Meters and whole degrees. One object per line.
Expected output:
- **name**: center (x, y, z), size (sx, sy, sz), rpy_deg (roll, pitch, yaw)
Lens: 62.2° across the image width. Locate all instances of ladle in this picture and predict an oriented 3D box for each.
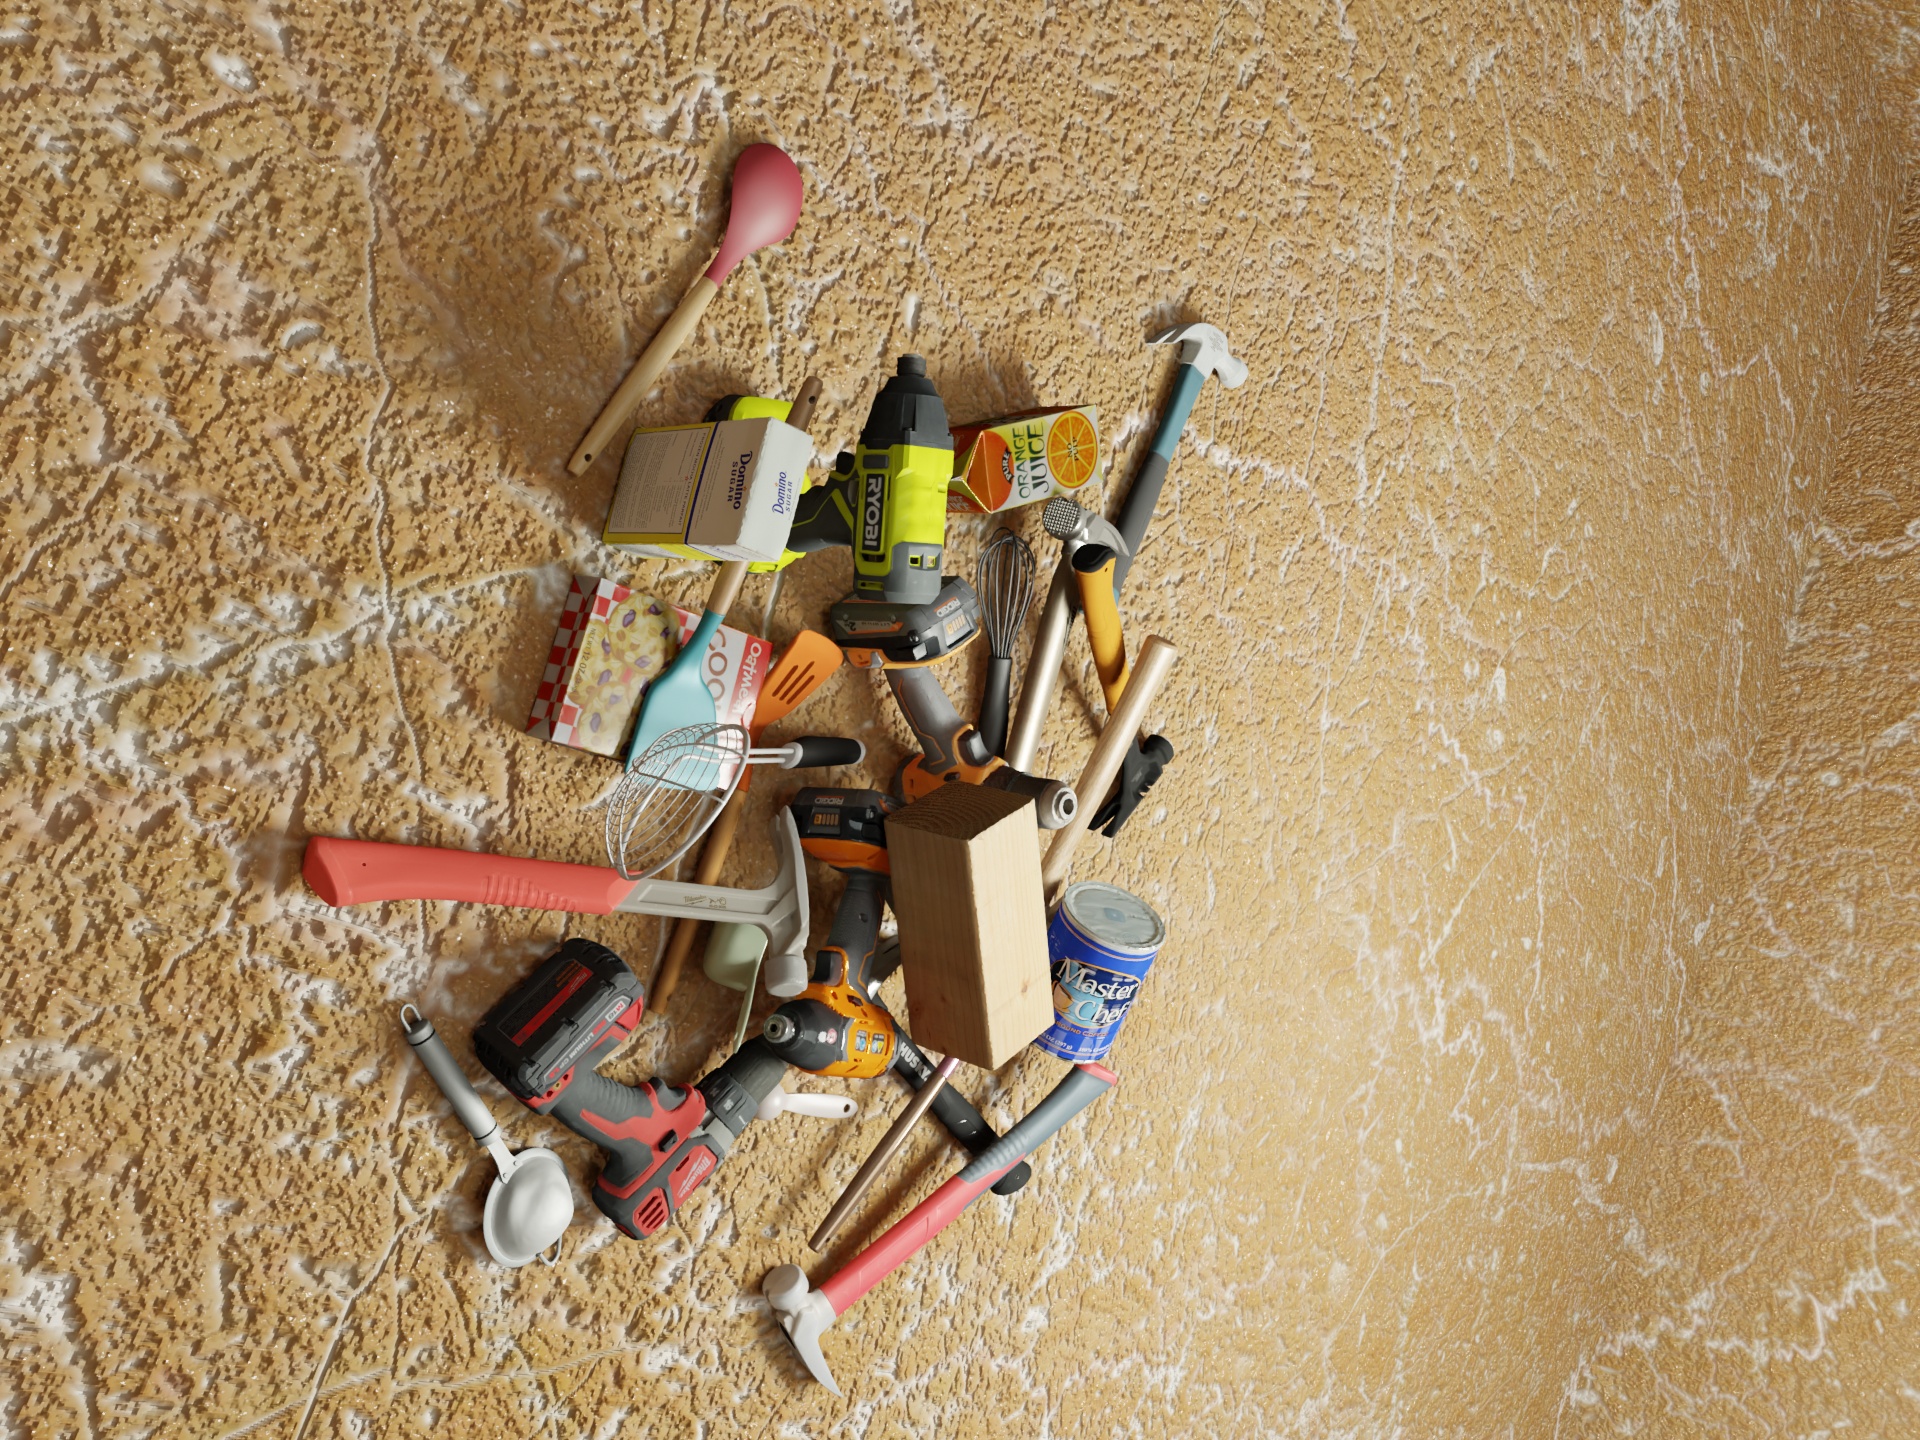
- **ladle**: center (-0.202, -0.307, 1.184), size (0.069, 0.031, 0.315), rpy_deg (45, 68, -40)

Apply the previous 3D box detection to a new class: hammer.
- **hammer**: center (-0.019, 0.337, 1.466), size (0.146, 0.035, 0.334), rpy_deg (-54, 129, -23)
- **hammer**: center (0.120, 0.072, 1.486), size (0.130, 0.031, 0.331), rpy_deg (9, 112, -47)
- **hammer**: center (0.064, 0.010, 1.454), size (0.146, 0.038, 0.410), rpy_deg (19, 87, -64)
- **hammer**: center (0.141, -0.031, 1.495), size (0.127, 0.034, 0.336), rpy_deg (-50, 145, -26)
- **hammer**: center (0.192, -0.247, 1.576), size (0.128, 0.033, 0.331), rpy_deg (34, 73, -43)
- **hammer**: center (0.000, 0.448, 1.462), size (0.386, 0.038, 0.143), rpy_deg (-34, 121, -25)
- **hammer**: center (-0.273, 0.110, 1.126), size (0.358, 0.036, 0.149), rpy_deg (11, 55, -31)

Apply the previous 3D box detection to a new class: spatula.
- **spatula**: center (-0.177, 0.080, 1.262), size (0.081, 0.041, 0.323), rpy_deg (35, 73, -65)
- **spatula**: center (-0.161, -0.097, 1.148), size (0.082, 0.044, 0.317), rpy_deg (11, 112, -41)

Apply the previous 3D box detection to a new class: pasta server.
- **pasta server**: center (-0.028, 0.339, 1.408), size (0.316, 0.040, 0.060), rpy_deg (-50, 139, -23)

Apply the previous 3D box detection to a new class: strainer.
- **strainer**: center (-0.337, 0.305, 1.146), size (0.087, 0.050, 0.258), rpy_deg (-52, 127, -46)

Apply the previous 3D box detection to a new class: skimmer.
- **skimmer**: center (-0.140, 0.051, 1.178), size (0.127, 0.090, 0.363), rpy_deg (-40, 167, 17)

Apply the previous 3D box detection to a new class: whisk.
- **whisk**: center (0.034, -0.057, 1.447), size (0.055, 0.055, 0.239), rpy_deg (-6, 106, -44)

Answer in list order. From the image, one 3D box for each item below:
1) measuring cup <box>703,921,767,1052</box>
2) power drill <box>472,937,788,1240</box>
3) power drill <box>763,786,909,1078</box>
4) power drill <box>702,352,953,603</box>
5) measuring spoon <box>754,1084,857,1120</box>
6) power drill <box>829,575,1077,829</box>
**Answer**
- **measuring cup**: center (-0.176, 0.193, 1.216), size (0.038, 0.168, 0.083), rpy_deg (21, 115, -12)
- **power drill**: center (-0.237, 0.265, 1.204), size (0.188, 0.080, 0.226), rpy_deg (-45, 129, -22)
- **power drill**: center (-0.098, 0.171, 1.281), size (0.164, 0.084, 0.226), rpy_deg (29, 64, -62)
- **power drill**: center (-0.097, -0.179, 1.168), size (0.080, 0.223, 0.171), rpy_deg (-2, 98, -45)
- **measuring spoon**: center (-0.129, 0.332, 1.368), size (0.124, 0.018, 0.034), rpy_deg (20, 83, -45)
- **power drill**: center (-0.002, -0.004, 1.323), size (0.084, 0.185, 0.226), rpy_deg (-37, 118, -36)
